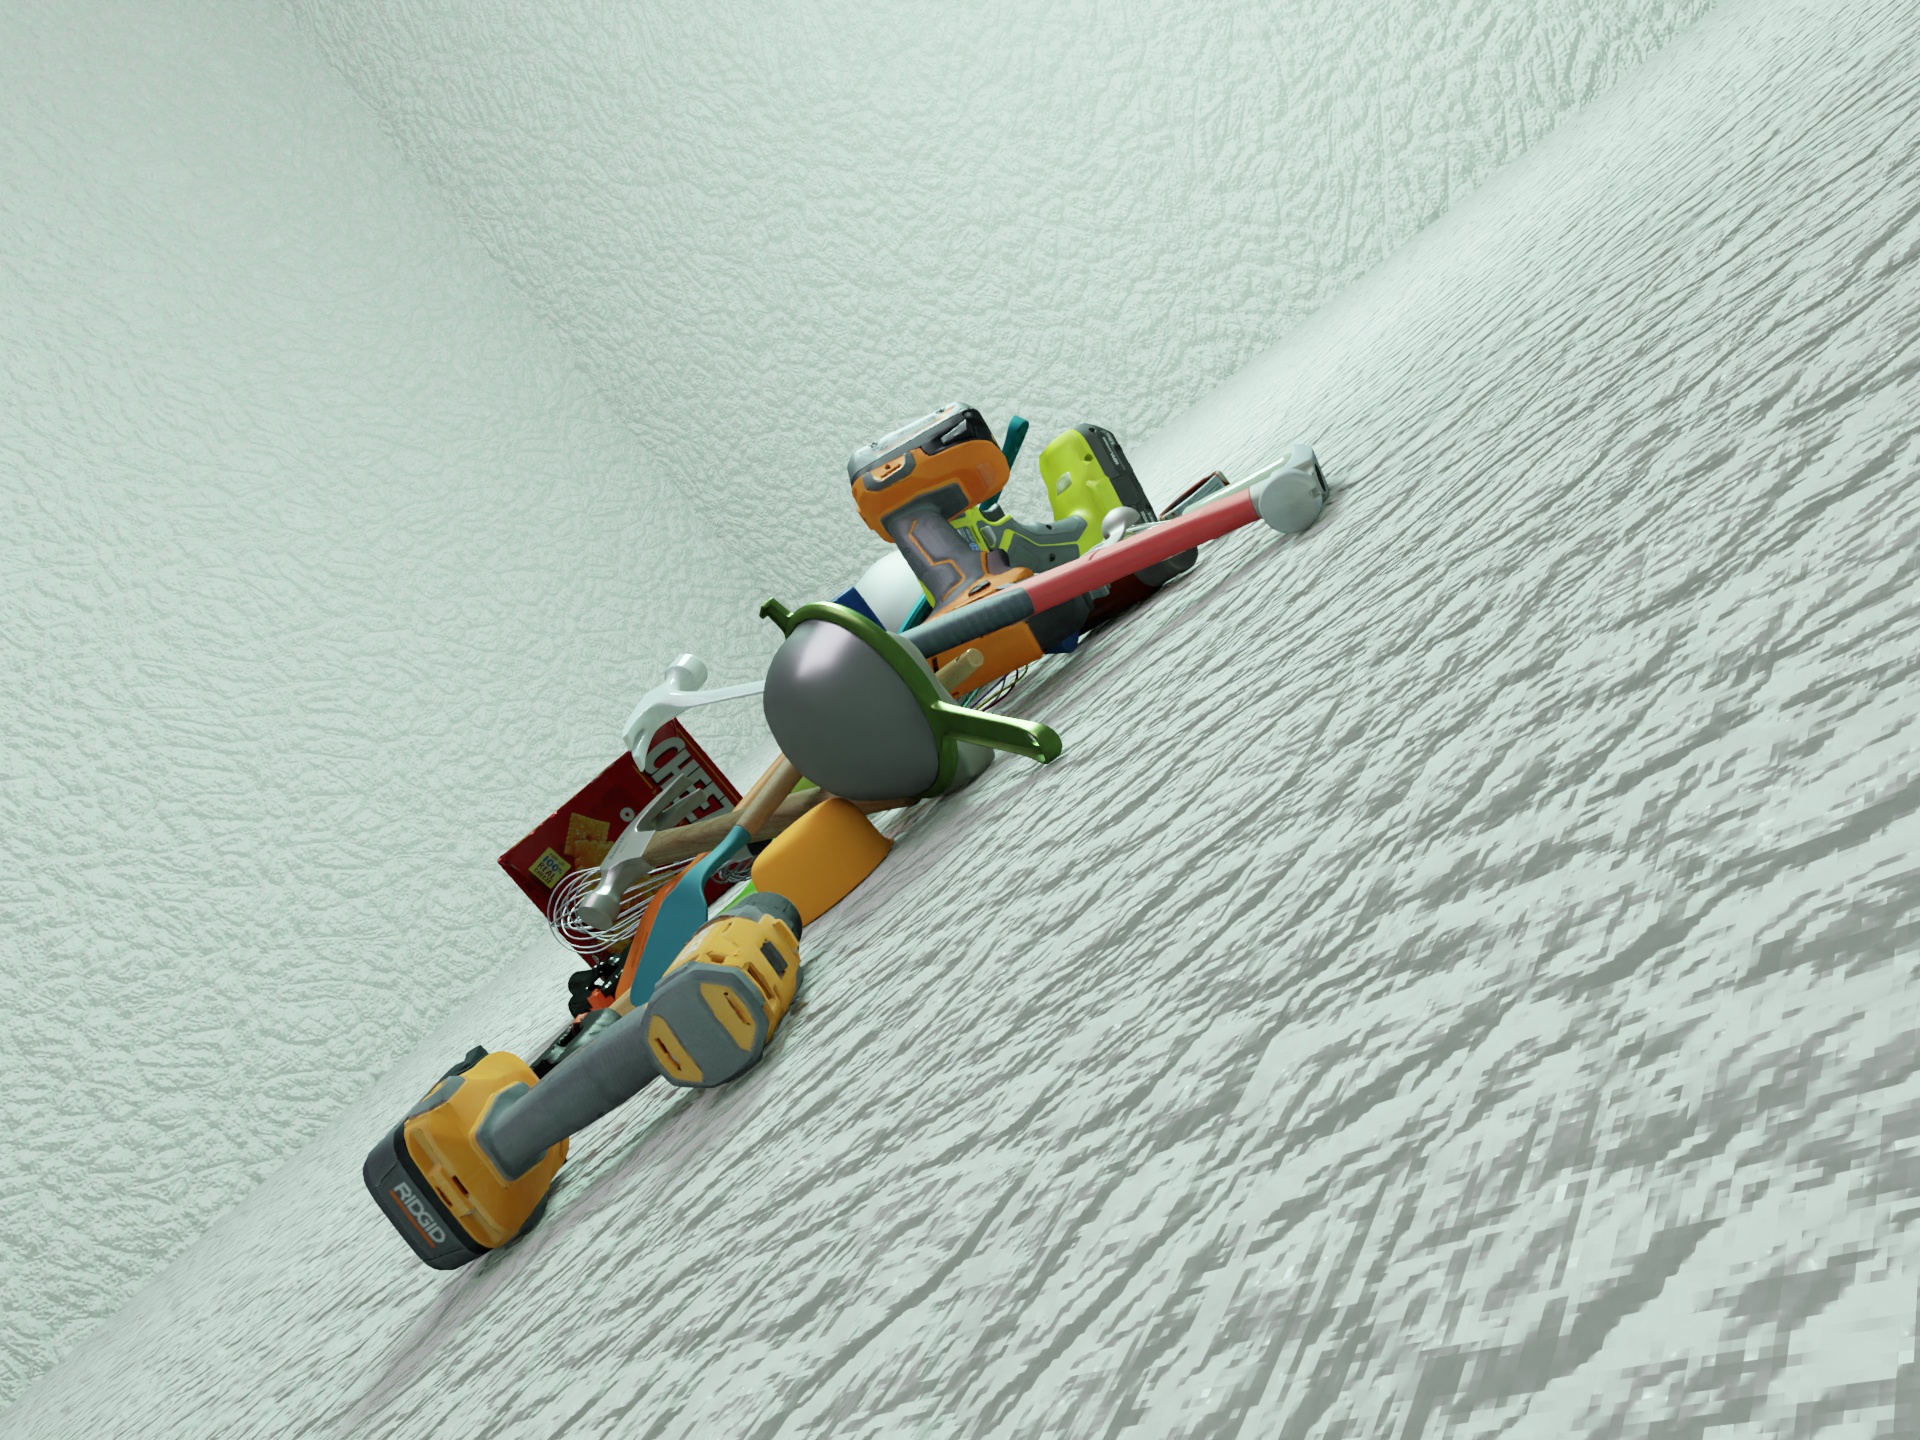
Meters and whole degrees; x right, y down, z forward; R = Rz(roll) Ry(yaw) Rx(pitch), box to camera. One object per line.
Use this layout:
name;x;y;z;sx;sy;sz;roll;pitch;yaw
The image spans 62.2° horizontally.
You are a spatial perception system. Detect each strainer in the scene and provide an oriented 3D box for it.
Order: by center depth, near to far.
strainer;-0.044;0.011;0.976;0.069;0.151;0.256;-39;30;-28
strainer;-0.038;-0.143;1.505;0.340;0.095;0.211;-67;-14;20

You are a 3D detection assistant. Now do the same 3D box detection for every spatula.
spatula;-0.134;0.068;1.132;0.082;0.044;0.318;-6;41;49
spatula;-0.179;0.094;1.283;0.323;0.041;0.081;-51;19;-18

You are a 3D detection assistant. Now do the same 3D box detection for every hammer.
hammer;0.063;-0.093;1.086;0.386;0.038;0.143;-21;11;20
hammer;-0.155;0.076;1.199;0.331;0.031;0.130;-16;38;37
hammer;-0.098;-0.036;1.290;0.405;0.035;0.144;-10;29;26

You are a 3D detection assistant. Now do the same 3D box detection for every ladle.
ladle;-0.050;0.015;1.169;0.078;0.062;0.320;-59;12;-30

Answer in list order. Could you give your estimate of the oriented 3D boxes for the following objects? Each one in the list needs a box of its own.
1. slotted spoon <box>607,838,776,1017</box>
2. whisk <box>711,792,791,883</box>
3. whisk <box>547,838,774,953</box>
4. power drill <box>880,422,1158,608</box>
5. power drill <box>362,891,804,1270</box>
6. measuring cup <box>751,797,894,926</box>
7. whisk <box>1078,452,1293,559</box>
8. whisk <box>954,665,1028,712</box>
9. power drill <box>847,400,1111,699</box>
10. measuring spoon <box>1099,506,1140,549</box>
slotted spoon;-0.206;0.174;1.197;0.314;0.031;0.070;-42;35;-5
whisk;-0.148;0.045;1.410;0.239;0.055;0.055;-57;8;-7
whisk;-0.214;0.117;1.329;0.284;0.070;0.070;-23;7;2
power drill;0.045;-0.179;1.373;0.228;0.190;0.080;-22;-8;-33
power drill;-0.180;0.173;0.841;0.226;0.084;0.185;-34;6;9
measuring cup;-0.105;0.091;1.083;0.095;0.052;0.173;-40;8;-11
whisk;0.177;-0.153;1.240;0.246;0.057;0.059;-25;50;51
whisk;0.000;-0.004;1.238;0.051;0.047;0.245;-49;4;36
power drill;0.012;-0.132;1.207;0.164;0.227;0.084;-25;-34;9
measuring spoon;0.115;-0.146;1.238;0.034;0.018;0.124;-30;10;23
